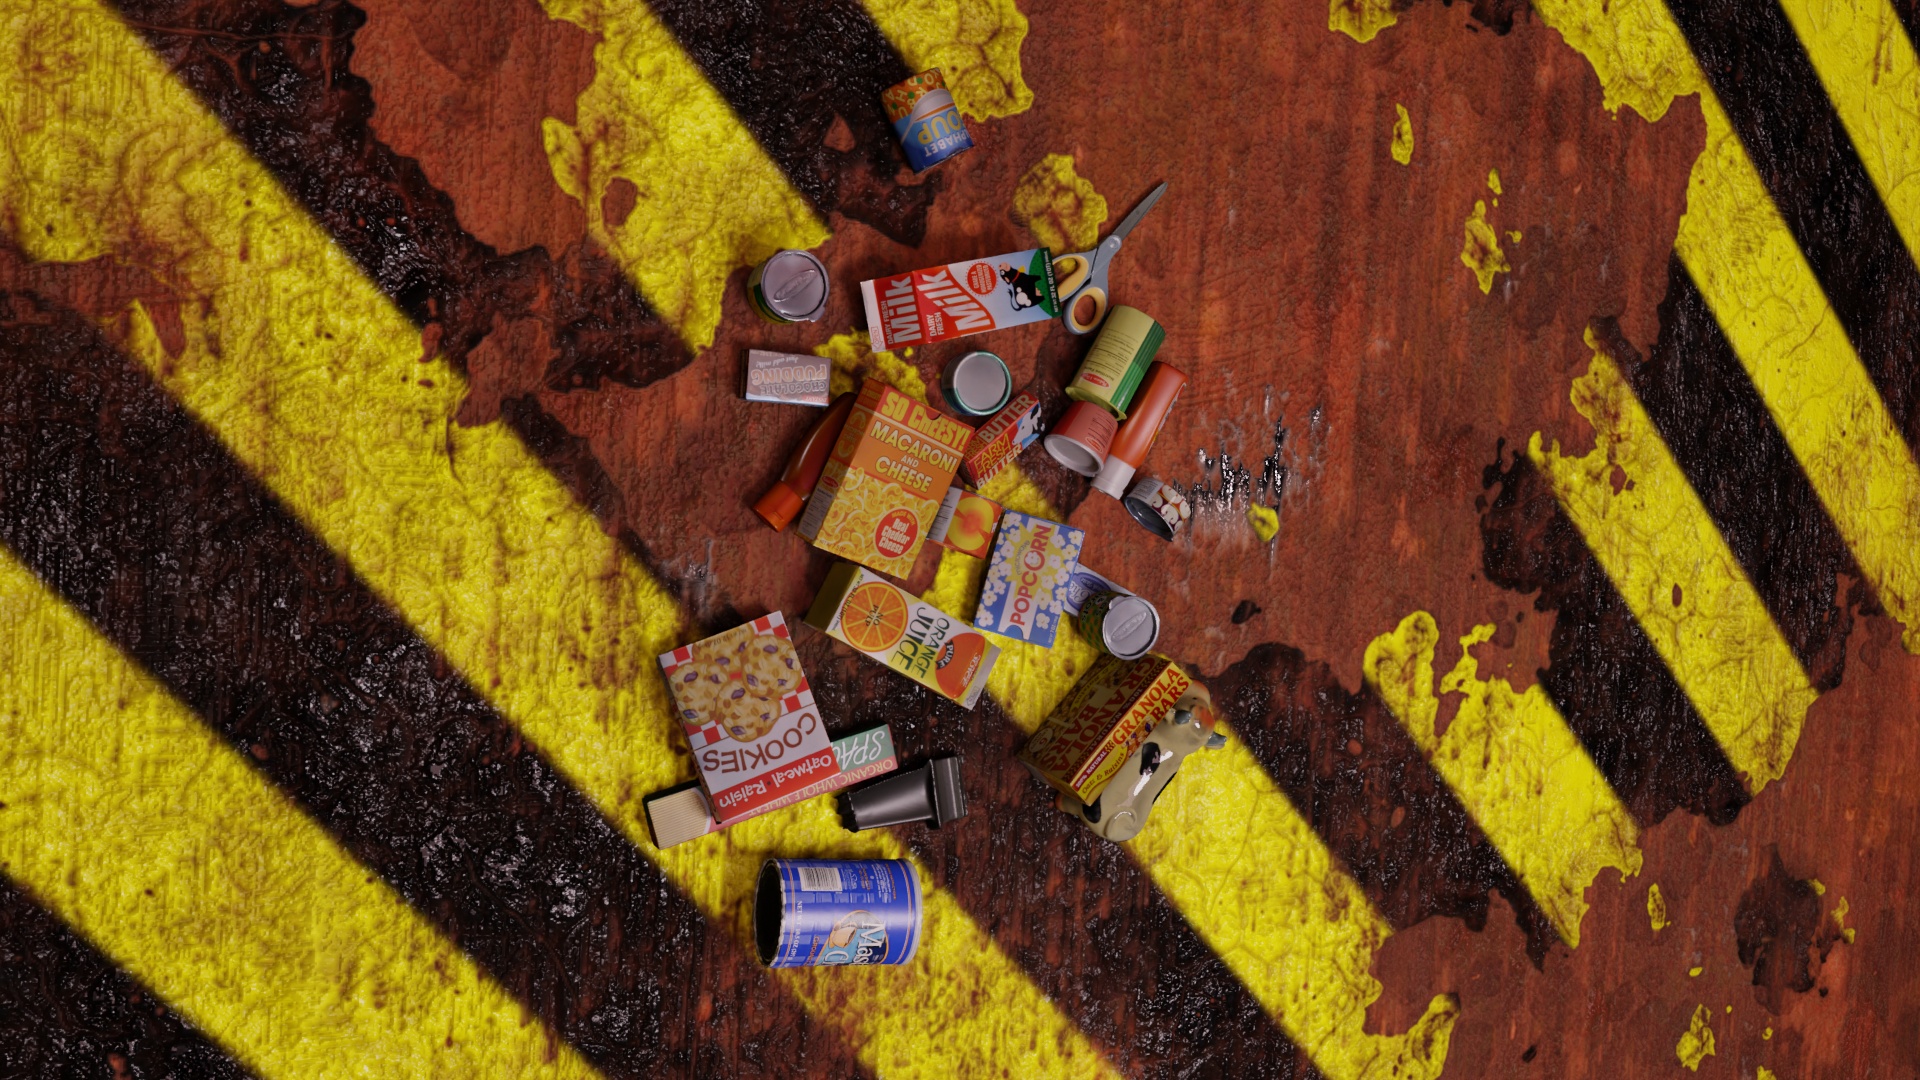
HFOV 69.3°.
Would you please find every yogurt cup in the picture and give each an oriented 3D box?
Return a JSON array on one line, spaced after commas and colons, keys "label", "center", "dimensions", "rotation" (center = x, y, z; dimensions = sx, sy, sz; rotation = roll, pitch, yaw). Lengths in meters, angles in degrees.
[{"label": "yogurt cup", "center": [0.128, -0.109, 1.442], "dimensions": [0.072, 0.072, 0.054], "rotation": [36, 72, -21]}]

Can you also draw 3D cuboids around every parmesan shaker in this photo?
[{"label": "parmesan shaker", "center": [0.165, -0.184, 1.449], "dimensions": [0.071, 0.071, 0.103], "rotation": [33, 80, -21]}]

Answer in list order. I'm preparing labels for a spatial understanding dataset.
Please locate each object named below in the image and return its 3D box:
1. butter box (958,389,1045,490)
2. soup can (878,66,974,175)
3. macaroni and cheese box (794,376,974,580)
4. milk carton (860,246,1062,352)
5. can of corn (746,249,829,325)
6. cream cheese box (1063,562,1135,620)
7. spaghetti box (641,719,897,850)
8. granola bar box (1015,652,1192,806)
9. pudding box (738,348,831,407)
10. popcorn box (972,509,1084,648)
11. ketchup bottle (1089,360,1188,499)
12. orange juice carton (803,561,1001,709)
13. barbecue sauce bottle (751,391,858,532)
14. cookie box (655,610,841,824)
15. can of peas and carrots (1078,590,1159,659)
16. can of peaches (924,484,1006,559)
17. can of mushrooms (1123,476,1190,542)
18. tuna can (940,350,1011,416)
[{"label": "butter box", "center": [0.041, -0.102, 1.412], "dimensions": [0.104, 0.024, 0.053], "rotation": [-42, 149, -15]}, {"label": "soup can", "center": [-0.032, -0.409, 1.352], "dimensions": [0.071, 0.071, 0.083], "rotation": [-30, 104, -18]}, {"label": "macaroni and cheese box", "center": [-0.070, -0.058, 1.342], "dimensions": [0.123, 0.040, 0.166], "rotation": [23, 93, -42]}, {"label": "milk carton", "center": [-0.004, -0.237, 1.373], "dimensions": [0.191, 0.073, 0.072], "rotation": [-14, 99, -21]}, {"label": "can of corn", "center": [-0.162, -0.237, 1.315], "dimensions": [0.071, 0.058, 0.071], "rotation": [-2, 94, -23]}, {"label": "cream cheese box", "center": [0.131, 0.058, 1.474], "dimensions": [0.104, 0.024, 0.053], "rotation": [28, 84, -22]}, {"label": "spaghetti box", "center": [-0.181, 0.235, 1.351], "dimensions": [0.251, 0.028, 0.050], "rotation": [-16, 98, -21]}, {"label": "granola bar box", "center": [0.145, 0.185, 1.433], "dimensions": [0.166, 0.124, 0.039], "rotation": [-48, 110, -13]}, {"label": "pudding box", "center": [-0.168, -0.155, 1.332], "dimensions": [0.084, 0.030, 0.049], "rotation": [4, 93, -23]}, {"label": "popcorn box", "center": [0.070, 0.039, 1.423], "dimensions": [0.085, 0.038, 0.126], "rotation": [16, 87, 1]}, {"label": "ketchup bottle", "center": [0.187, -0.116, 1.469], "dimensions": [0.043, 0.065, 0.148], "rotation": [29, 91, -1]}, {"label": "orange juice carton", "center": [-0.050, 0.097, 1.374], "dimensions": [0.192, 0.073, 0.072], "rotation": [30, 82, -22]}, {"label": "barbecue sauce bottle", "center": [-0.138, -0.072, 1.343], "dimensions": [0.149, 0.043, 0.064], "rotation": [-48, 114, -13]}, {"label": "cookie box", "center": [-0.201, 0.167, 1.314], "dimensions": [0.123, 0.040, 0.167], "rotation": [-20, 86, -21]}, {"label": "can of peas and carrots", "center": [0.163, 0.085, 1.442], "dimensions": [0.071, 0.059, 0.071], "rotation": [-2, 95, -22]}, {"label": "can of peaches", "center": [0.005, -0.017, 1.393], "dimensions": [0.071, 0.071, 0.058], "rotation": [22, 85, -22]}, {"label": "can of mushrooms", "center": [0.211, -0.033, 1.479], "dimensions": [0.071, 0.071, 0.033], "rotation": [45, 76, -19]}, {"label": "tuna can", "center": [0.018, -0.158, 1.409], "dimensions": [0.071, 0.033, 0.071], "rotation": [-1, 94, -22]}]
